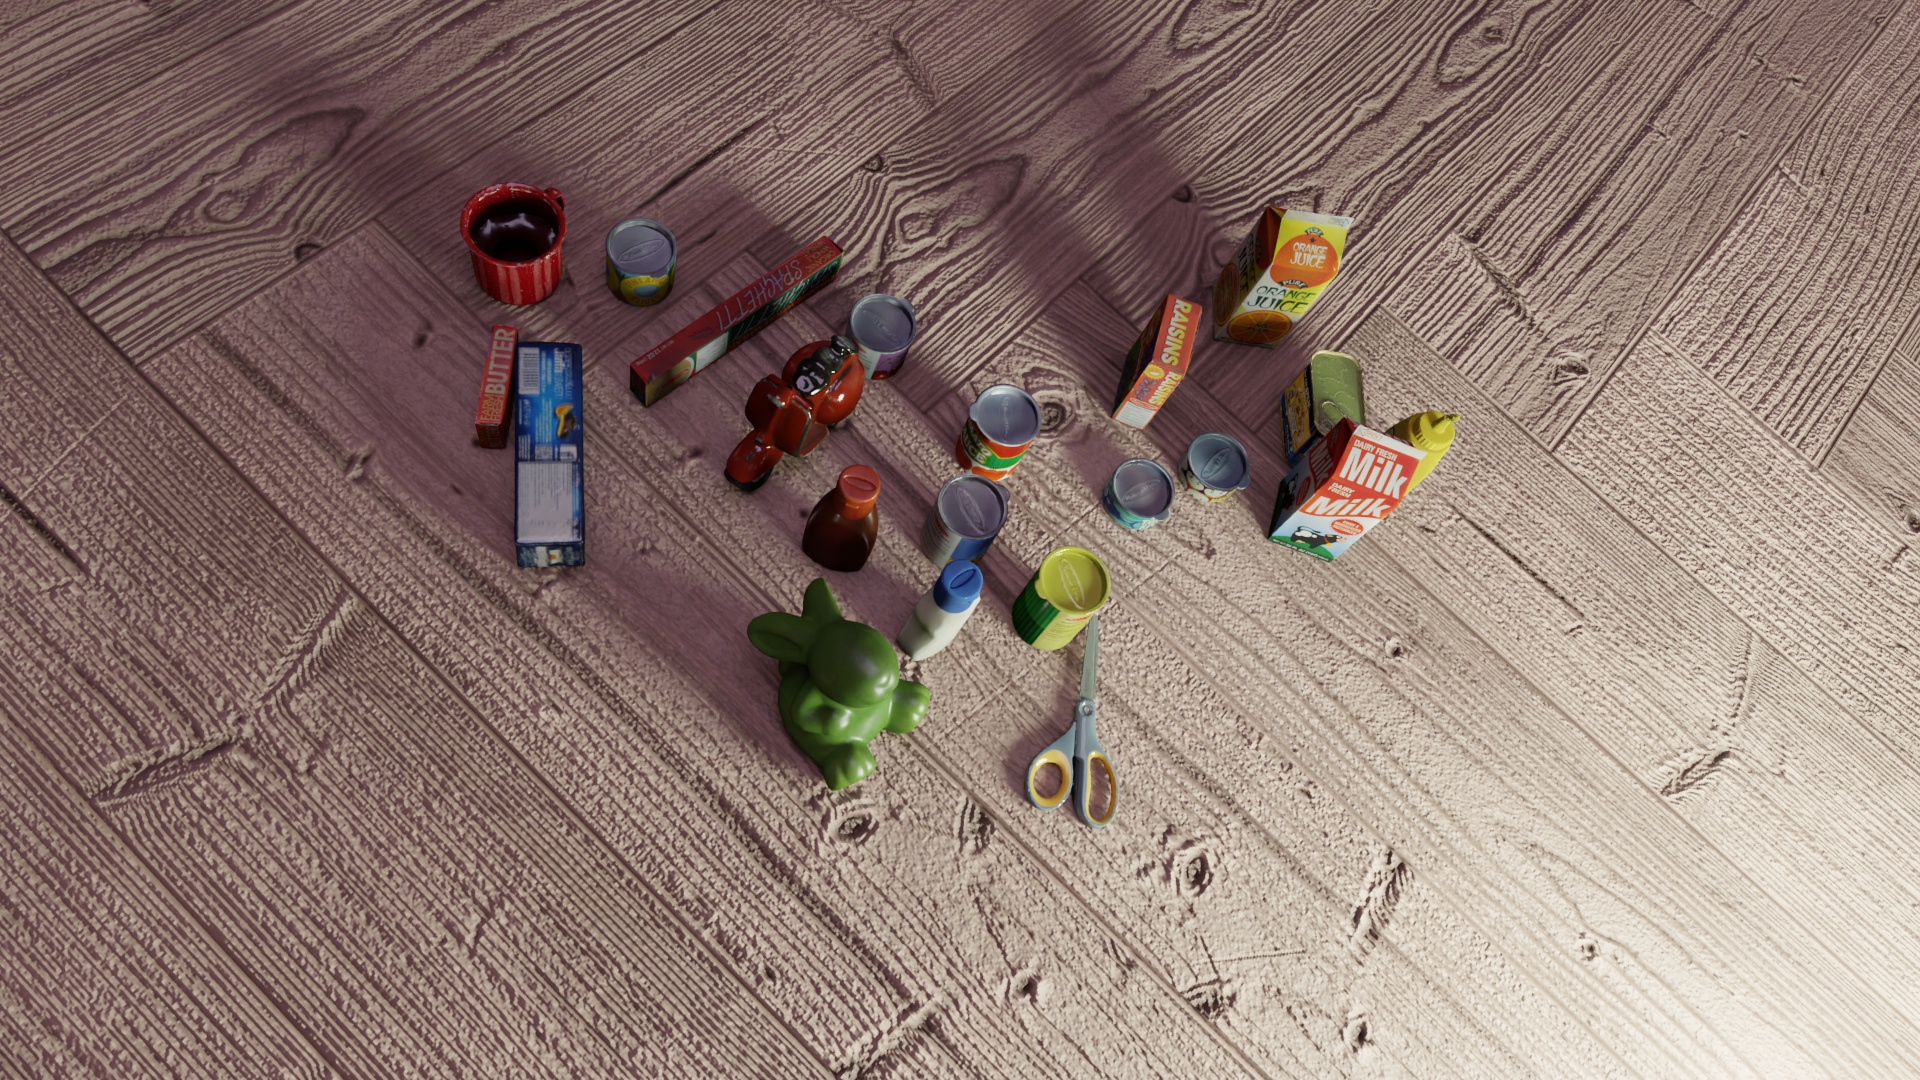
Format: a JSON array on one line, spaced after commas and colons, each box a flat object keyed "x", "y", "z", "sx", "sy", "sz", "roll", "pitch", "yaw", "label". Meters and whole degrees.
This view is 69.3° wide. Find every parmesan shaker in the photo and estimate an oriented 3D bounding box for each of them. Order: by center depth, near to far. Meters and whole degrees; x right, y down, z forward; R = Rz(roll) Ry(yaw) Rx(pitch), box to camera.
[{"x": 0.088, "y": 0.055, "z": 1.274, "sx": 0.071, "sy": 0.102, "sz": 0.071, "roll": 5, "pitch": 66, "yaw": -12, "label": "parmesan shaker"}]

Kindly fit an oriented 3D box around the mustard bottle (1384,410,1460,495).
[{"x": 0.454, "y": -0.093, "z": 1.399, "sx": 0.049, "sy": 0.159, "sz": 0.065, "roll": 14, "pitch": 65, "yaw": -8, "label": "mustard bottle"}]

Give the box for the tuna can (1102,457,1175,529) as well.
[{"x": 0.178, "y": -0.044, "z": 1.379, "sx": 0.071, "sy": 0.032, "sz": 0.071, "roll": 5, "pitch": 66, "yaw": -12, "label": "tuna can"}]

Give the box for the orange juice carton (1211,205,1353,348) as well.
[{"x": 0.329, "y": -0.280, "z": 1.431, "sx": 0.072, "sy": 0.191, "sz": 0.073, "roll": 7, "pitch": 66, "yaw": -11, "label": "orange juice carton"}]

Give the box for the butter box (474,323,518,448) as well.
[{"x": -0.419, "y": -0.139, "z": 1.261, "sx": 0.024, "sy": 0.053, "sz": 0.104, "roll": 6, "pitch": 66, "yaw": -11, "label": "butter box"}]

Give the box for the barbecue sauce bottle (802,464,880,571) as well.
[{"x": -0.101, "y": -0.020, "z": 1.235, "sx": 0.065, "sy": 0.148, "sz": 0.044, "roll": 20, "pitch": 64, "yaw": -5, "label": "barbecue sauce bottle"}]

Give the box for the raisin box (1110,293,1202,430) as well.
[{"x": 0.196, "y": -0.177, "z": 1.392, "sx": 0.040, "sy": 0.123, "sz": 0.086, "roll": 20, "pitch": 64, "yaw": -5, "label": "raisin box"}]

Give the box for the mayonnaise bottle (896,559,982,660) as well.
[{"x": -0.014, "y": 0.059, "z": 1.222, "sx": 0.065, "sy": 0.147, "sz": 0.041, "roll": -36, "pitch": 79, "yaw": -24, "label": "mayonnaise bottle"}]

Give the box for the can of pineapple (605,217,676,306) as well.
[{"x": -0.309, "y": -0.267, "z": 1.342, "sx": 0.071, "sy": 0.057, "sz": 0.071, "roll": 5, "pitch": 66, "yaw": -12, "label": "can of pineapple"}]

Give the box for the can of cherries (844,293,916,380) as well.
[{"x": -0.079, "y": -0.201, "z": 1.370, "sx": 0.071, "sy": 0.058, "sz": 0.072, "roll": 5, "pitch": 66, "yaw": -12, "label": "can of cherries"}]

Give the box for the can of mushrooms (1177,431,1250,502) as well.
[{"x": 0.258, "y": -0.073, "z": 1.411, "sx": 0.071, "sy": 0.033, "sz": 0.071, "roll": 5, "pitch": 66, "yaw": -12, "label": "can of mushrooms"}]

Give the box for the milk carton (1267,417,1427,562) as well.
[{"x": 0.373, "y": -0.055, "z": 1.345, "sx": 0.072, "sy": 0.189, "sz": 0.074, "roll": 21, "pitch": 64, "yaw": -5, "label": "milk carton"}]

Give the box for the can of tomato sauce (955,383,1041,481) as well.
[{"x": 0.034, "y": -0.102, "z": 1.341, "sx": 0.071, "sy": 0.082, "sz": 0.071, "roll": 5, "pitch": 66, "yaw": -12, "label": "can of tomato sauce"}]

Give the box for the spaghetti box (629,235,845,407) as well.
[{"x": -0.214, "y": -0.215, "z": 1.347, "sx": 0.251, "sy": 0.050, "sz": 0.029, "roll": -40, "pitch": 81, "yaw": -25, "label": "spaghetti box"}]

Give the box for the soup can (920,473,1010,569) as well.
[{"x": 0.005, "y": -0.016, "z": 1.296, "sx": 0.071, "sy": 0.083, "sz": 0.071, "roll": 5, "pitch": 66, "yaw": -12, "label": "soup can"}]
